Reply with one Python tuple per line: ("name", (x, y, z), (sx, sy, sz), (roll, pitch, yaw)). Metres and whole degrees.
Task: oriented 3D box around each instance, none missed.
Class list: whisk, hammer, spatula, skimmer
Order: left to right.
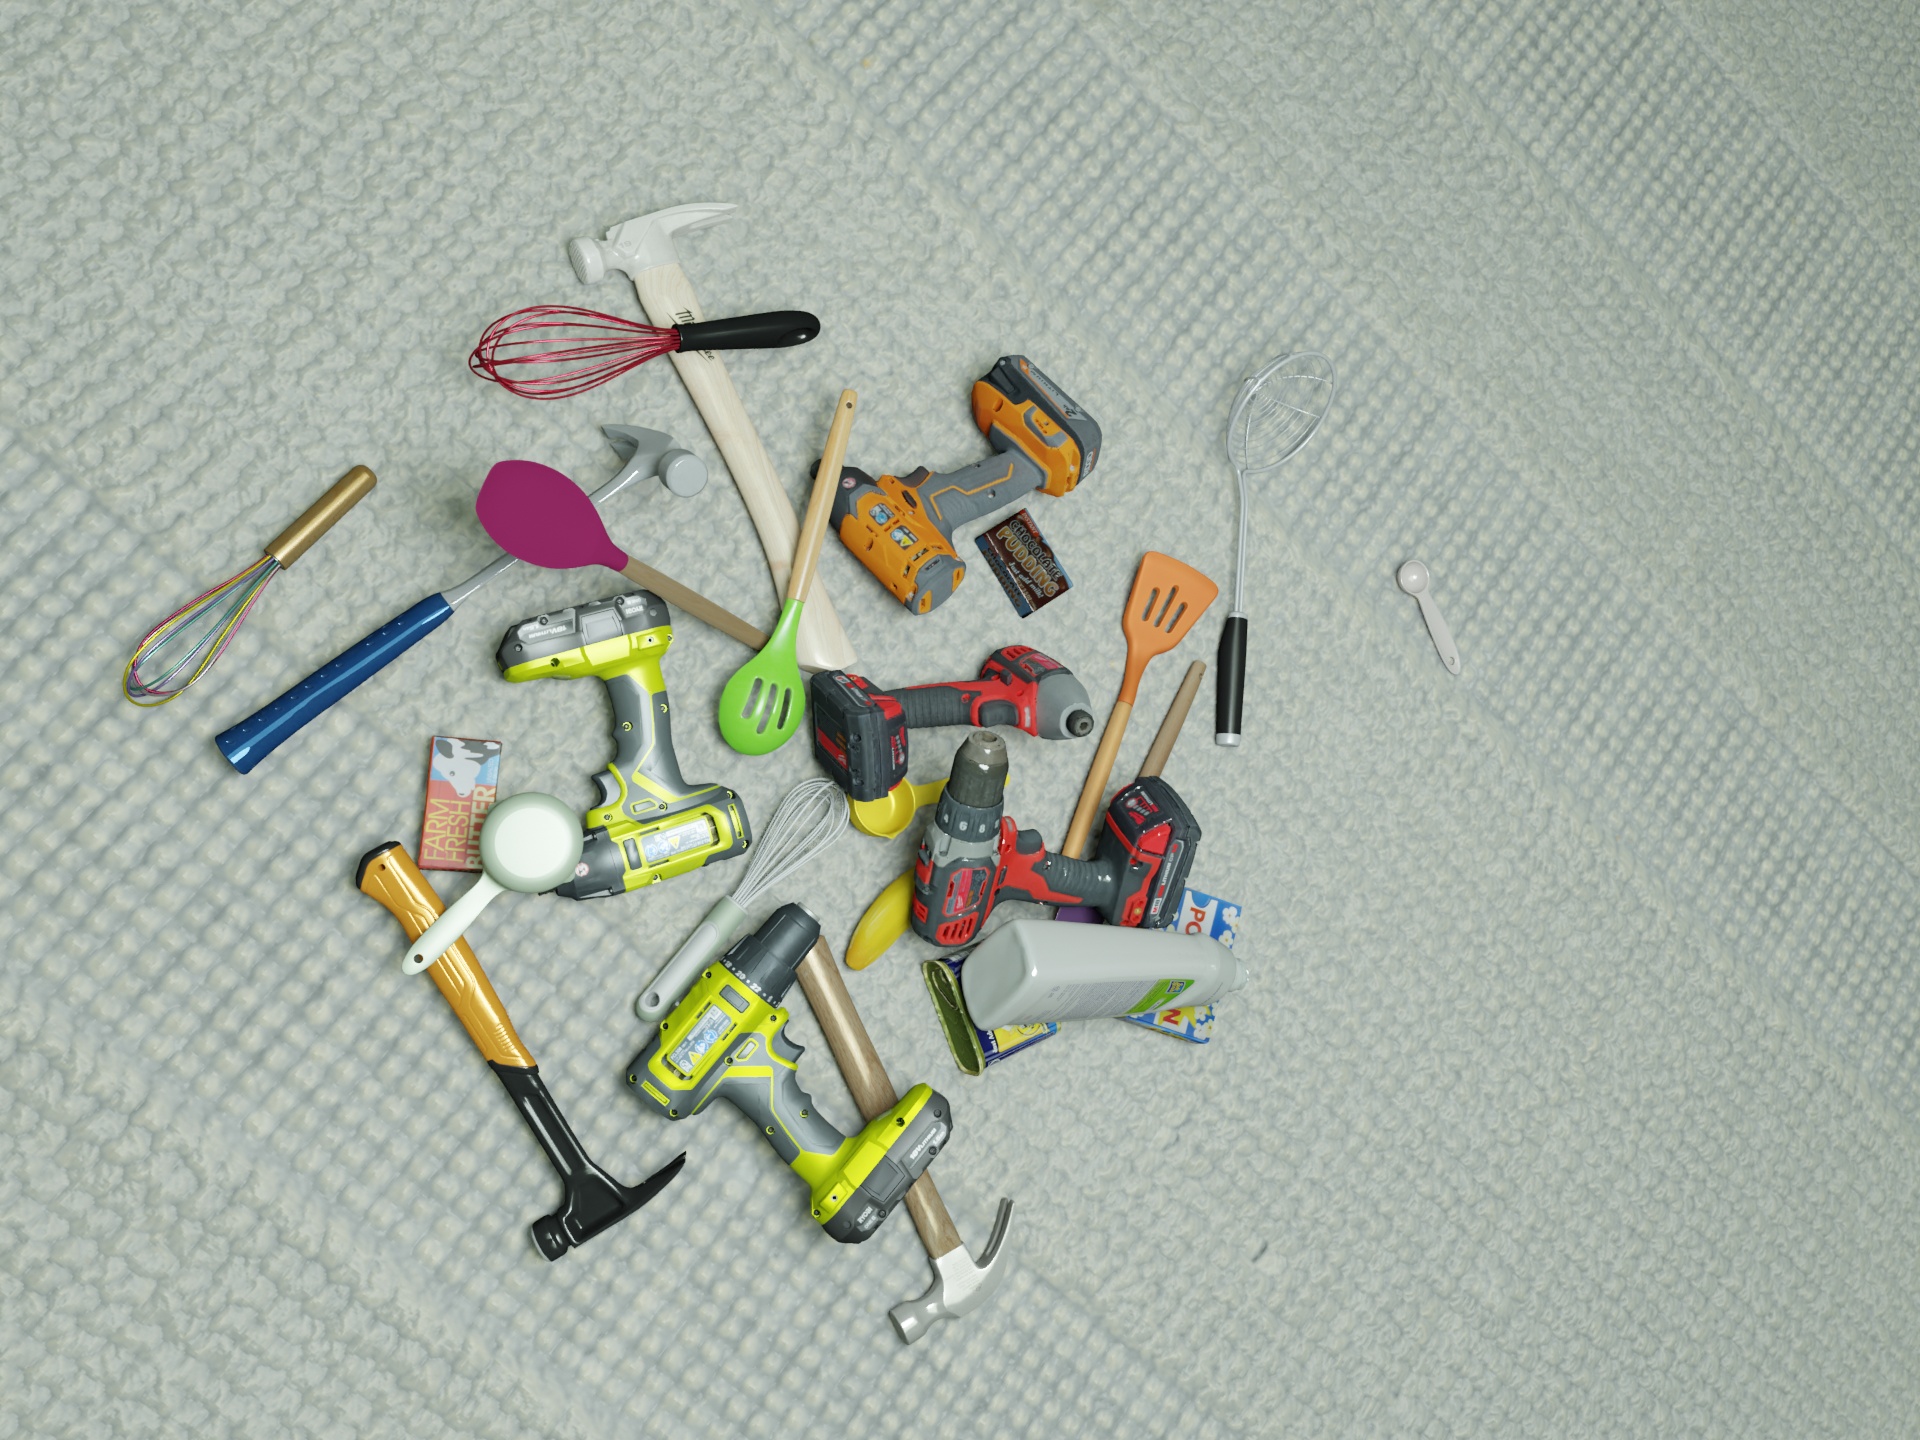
("whisk", (-0.530, -0.103, 1.193), (0.245, 0.051, 0.047), (-52, 122, -22))
("hammer", (-0.383, -0.098, 1.214), (0.405, 0.144, 0.035), (-38, 128, -12))
("hammer", (-0.342, 0.235, 1.196), (0.127, 0.034, 0.337), (-31, 95, -5))
("whisk", (-0.245, -0.303, 1.269), (0.295, 0.073, 0.073), (-14, 88, -29))
("whisk", (-0.175, 0.142, 1.280), (0.058, 0.059, 0.246), (35, 76, 16))
("hammer", (-0.177, -0.233, 1.336), (0.146, 0.038, 0.410), (-25, 92, -22))
("hammer", (-0.057, 0.330, 1.304), (0.130, 0.031, 0.331), (-25, 91, -21))
("spatula", (0.142, 0.006, 1.411), (0.081, 0.041, 0.323), (26, 73, -15))
("spatula", (0.152, 0.081, 1.417), (0.059, 0.018, 0.316), (42, 68, -38))
("skimmer", (0.284, -0.156, 1.462), (0.127, 0.090, 0.363), (14, 79, -50))

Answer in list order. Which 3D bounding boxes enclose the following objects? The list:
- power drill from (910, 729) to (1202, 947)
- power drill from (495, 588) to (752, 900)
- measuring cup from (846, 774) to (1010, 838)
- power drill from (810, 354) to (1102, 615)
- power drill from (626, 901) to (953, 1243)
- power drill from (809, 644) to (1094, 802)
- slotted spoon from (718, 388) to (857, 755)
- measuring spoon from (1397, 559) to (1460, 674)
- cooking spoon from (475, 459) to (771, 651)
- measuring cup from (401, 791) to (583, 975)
("power drill", (0.076, 0.093, 1.287), (0.226, 0.080, 0.187), (0, 121, -23))
("power drill", (-0.276, 0.023, 1.245), (0.171, 0.080, 0.223), (-17, 92, -21))
("measuring cup", (-0.028, 0.063, 1.360), (0.156, 0.029, 0.062), (-10, 86, -32))
("power drill", (-0.009, -0.213, 1.362), (0.226, 0.084, 0.164), (-40, 74, -17))
("power drill", (-0.119, 0.274, 1.242), (0.228, 0.080, 0.190), (40, 80, 1))
("power drill", (-0.002, -0.004, 1.307), (0.219, 0.143, 0.078), (-11, 115, -22))
("slotted spoon", (-0.130, -0.123, 1.302), (0.070, 0.031, 0.314), (17, 83, -24))
("measuring spoon", (0.459, -0.100, 1.561), (0.034, 0.018, 0.124), (-31, 100, -21))
("cooking spoon", (-0.240, -0.110, 1.212), (0.318, 0.017, 0.069), (31, 79, -50))
("measuring cup", (-0.347, 0.123, 1.165), (0.083, 0.038, 0.167), (44, 75, -8))
